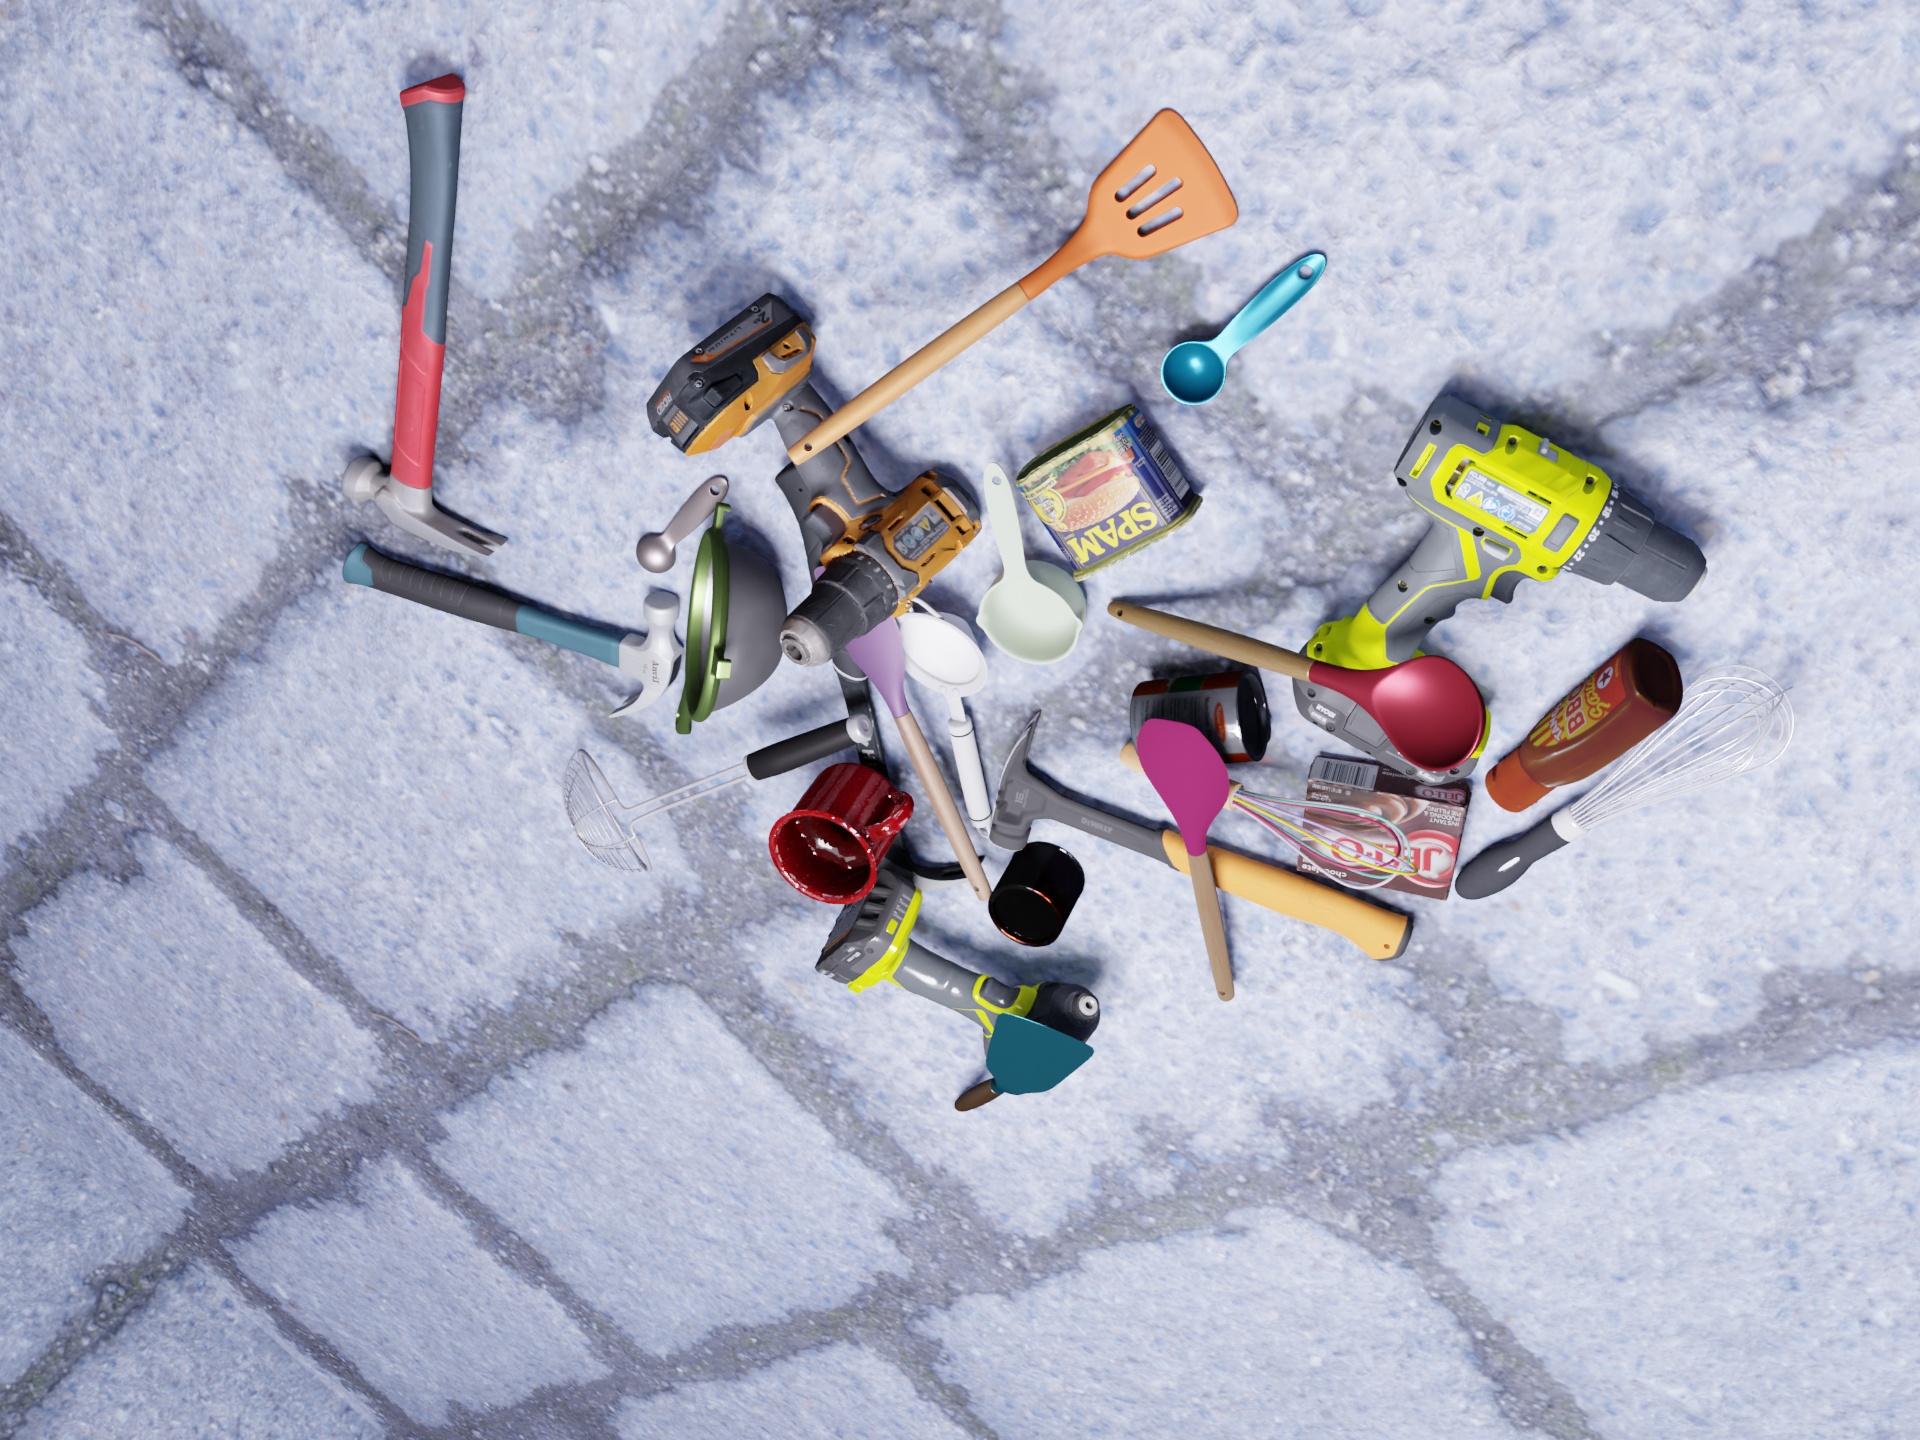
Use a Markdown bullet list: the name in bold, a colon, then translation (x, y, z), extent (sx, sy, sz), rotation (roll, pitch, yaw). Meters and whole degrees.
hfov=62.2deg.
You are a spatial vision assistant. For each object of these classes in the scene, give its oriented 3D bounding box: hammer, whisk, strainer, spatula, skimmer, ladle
- **hammer**: translation (-0.401, -0.301, 1.227), extent (0.143, 0.038, 0.386), rotation (26, 130, 5)
- **whisk**: translation (0.216, 0.062, 1.146), extent (0.245, 0.047, 0.051), rotation (23, 135, 35)
- **strainer**: translation (-0.002, -0.004, 1.248), extent (0.087, 0.050, 0.258), rotation (12, 134, 29)
- **hammer**: translation (-0.390, -0.093, 1.375), extent (0.331, 0.033, 0.128), rotation (18, 128, 14)
- **strainer**: translation (-0.185, -0.049, 1.279), extent (0.069, 0.152, 0.256), rotation (3, 153, -15)
- **spatula**: translation (-0.035, 0.015, 1.248), extent (0.060, 0.018, 0.315), rotation (-2, 122, 37)
- **spatula**: translation (0.020, -0.258, 1.009), extent (0.322, 0.041, 0.081), rotation (-34, 106, 12)
- **hammer**: translation (-0.080, -0.024, 1.274), extent (0.149, 0.036, 0.408), rotation (4, 124, 22)
- **hammer**: translation (0.188, 0.103, 1.236), extent (0.337, 0.034, 0.127), rotation (21, 131, 11)
- **skimmer**: translation (-0.208, 0.045, 1.359), extent (0.363, 0.090, 0.127), rotation (-20, 103, 31)
- **whisk**: translation (0.437, 0.053, 1.071), extent (0.070, 0.070, 0.284), rotation (39, 136, -4)
- **spatula**: translation (0.033, 0.312, 1.392), extent (0.082, 0.044, 0.317), rotation (22, 158, -4)
- **ladle**: translation (0.211, -0.038, 1.044), extent (0.316, 0.031, 0.069), rotation (24, 109, 45)

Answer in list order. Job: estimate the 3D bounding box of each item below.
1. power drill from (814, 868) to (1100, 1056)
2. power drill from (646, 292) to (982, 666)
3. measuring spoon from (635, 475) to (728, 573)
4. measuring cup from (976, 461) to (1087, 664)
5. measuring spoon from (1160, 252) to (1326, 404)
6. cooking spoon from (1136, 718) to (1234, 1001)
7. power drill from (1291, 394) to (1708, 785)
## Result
- **power drill**: translation (0.003, 0.217, 1.341), extent (0.223, 0.080, 0.171), rotation (29, 152, -9)
- **power drill**: translation (-0.112, -0.159, 1.095), extent (0.226, 0.185, 0.084), rotation (47, 146, -8)
- **measuring spoon**: translation (-0.221, -0.154, 1.259), extent (0.034, 0.018, 0.124), rotation (45, 129, -9)
- **measuring cup**: translation (0.045, -0.117, 1.136), extent (0.083, 0.038, 0.167), rotation (3, 128, 25)
- **measuring spoon**: translation (0.180, -0.250, 1.003), extent (0.042, 0.021, 0.128), rotation (45, 121, -10)
- **cooking spoon**: translation (0.182, 0.114, 1.198), extent (0.069, 0.017, 0.318), rotation (11, 140, 29)
- **power drill**: translation (0.333, -0.071, 1.014), extent (0.190, 0.080, 0.228), rotation (29, 128, 5)
